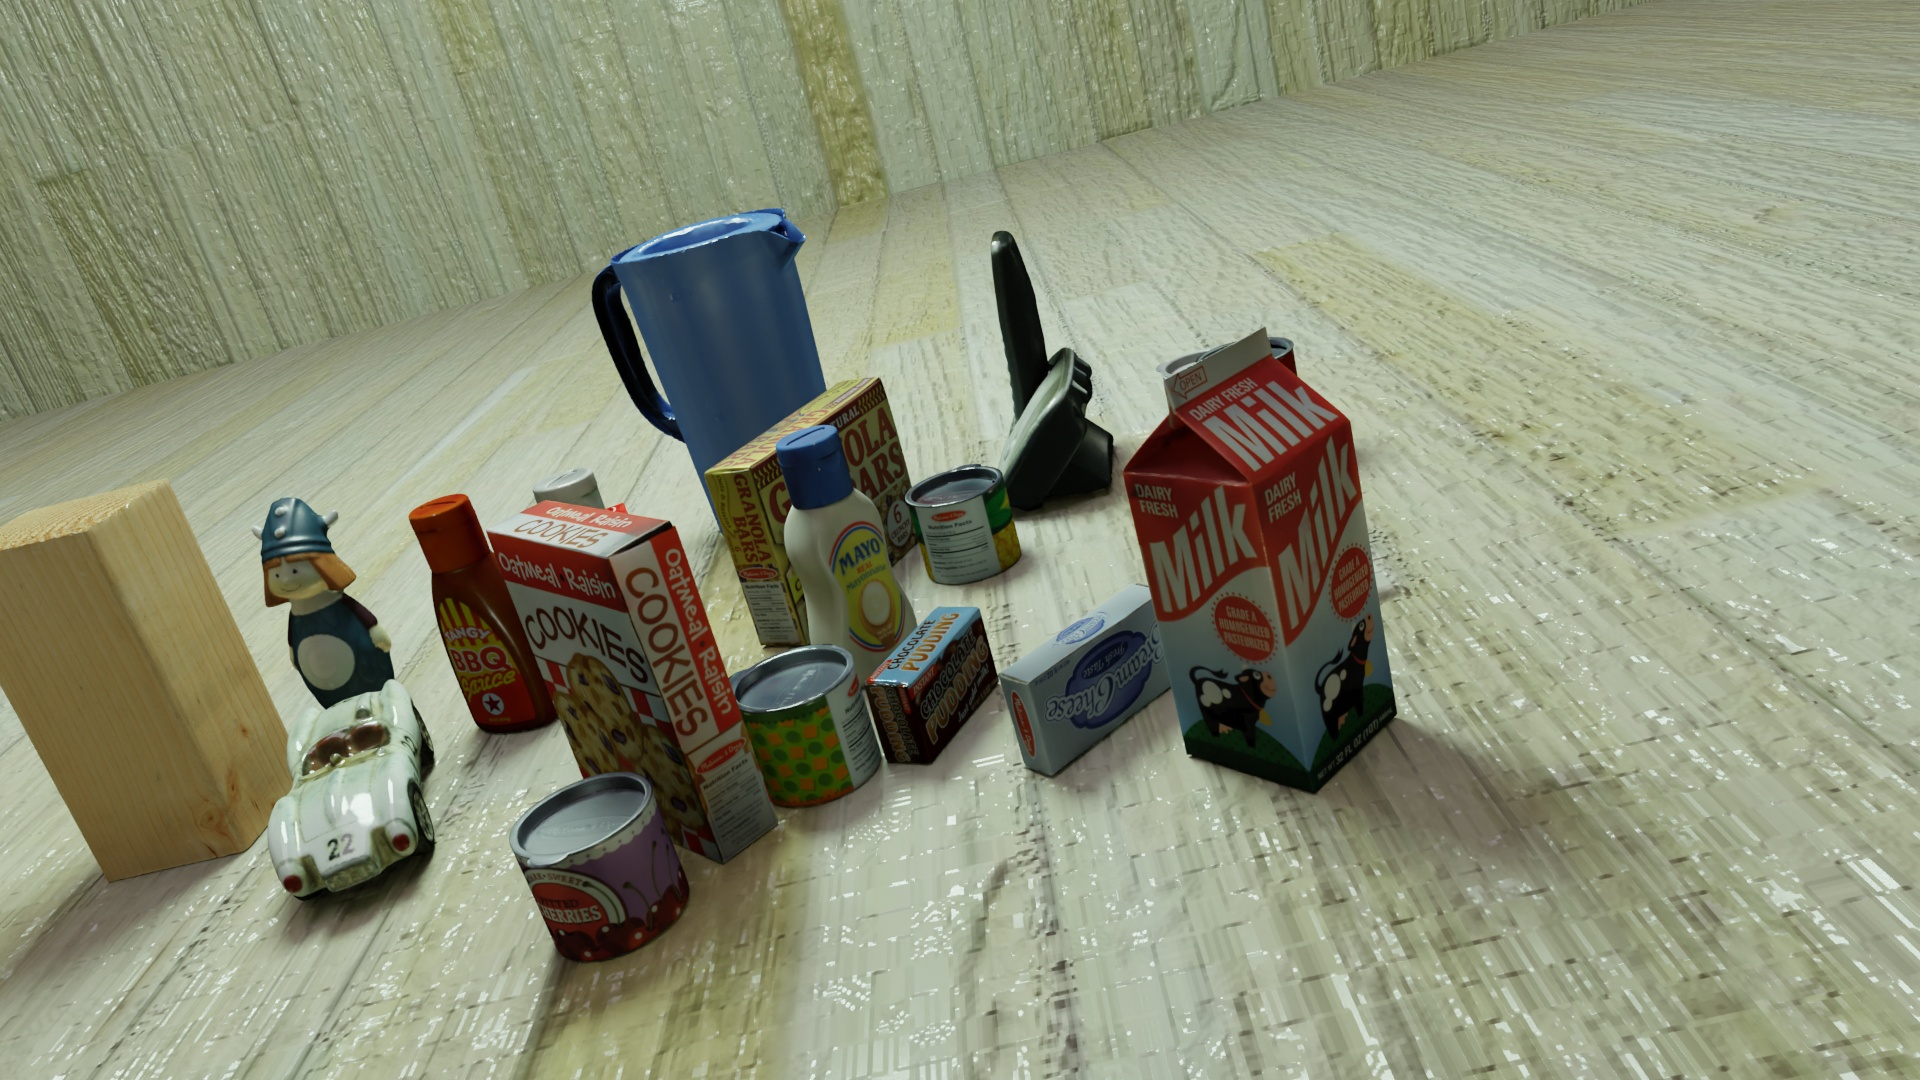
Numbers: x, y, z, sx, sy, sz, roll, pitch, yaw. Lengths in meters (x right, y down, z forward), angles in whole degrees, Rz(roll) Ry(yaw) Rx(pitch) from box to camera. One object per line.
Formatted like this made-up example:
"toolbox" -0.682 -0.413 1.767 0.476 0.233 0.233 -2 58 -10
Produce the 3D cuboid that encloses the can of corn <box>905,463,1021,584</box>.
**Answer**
"can of corn" 0.003 -0.012 0.926 0.071 0.058 0.071 -13 21 5

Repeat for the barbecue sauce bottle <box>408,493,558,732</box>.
"barbecue sauce bottle" -0.294 0.045 0.854 0.065 0.148 0.044 -5 23 24

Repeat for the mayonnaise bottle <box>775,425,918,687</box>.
"mayonnaise bottle" -0.069 0.009 0.798 0.041 0.147 0.065 8 31 46

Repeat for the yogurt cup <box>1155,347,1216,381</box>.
"yogurt cup" 0.191 -0.112 1.059 0.072 0.053 0.072 -13 21 5

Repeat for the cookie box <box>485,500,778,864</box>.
"cookie box" -0.163 0.066 0.689 0.123 0.166 0.040 8 30 46

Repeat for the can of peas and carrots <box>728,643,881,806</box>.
"can of peas and carrots" -0.081 0.095 0.714 0.071 0.058 0.071 -13 21 5

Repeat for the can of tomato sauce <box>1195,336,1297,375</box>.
"can of tomato sauce" 0.201 -0.090 0.957 0.071 0.082 0.071 -13 21 5

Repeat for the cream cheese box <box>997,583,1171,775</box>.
"cream cheese box" 0.067 0.068 0.692 0.104 0.053 0.024 -30 26 -35

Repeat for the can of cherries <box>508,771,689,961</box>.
"can of cherries" -0.165 0.149 0.632 0.071 0.058 0.072 -13 21 5

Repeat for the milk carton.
"milk carton" 0.130 0.007 0.613 0.073 0.189 0.073 -30 25 -35

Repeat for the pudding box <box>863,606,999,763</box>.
"pudding box" -0.014 0.074 0.733 0.030 0.049 0.084 -2 24 31

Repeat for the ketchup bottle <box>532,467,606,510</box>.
"ketchup bottle" -0.217 0.030 0.840 0.043 0.148 0.065 -6 23 23

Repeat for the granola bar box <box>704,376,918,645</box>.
"granola bar box" -0.090 -0.023 0.924 0.039 0.123 0.166 -3 24 30
